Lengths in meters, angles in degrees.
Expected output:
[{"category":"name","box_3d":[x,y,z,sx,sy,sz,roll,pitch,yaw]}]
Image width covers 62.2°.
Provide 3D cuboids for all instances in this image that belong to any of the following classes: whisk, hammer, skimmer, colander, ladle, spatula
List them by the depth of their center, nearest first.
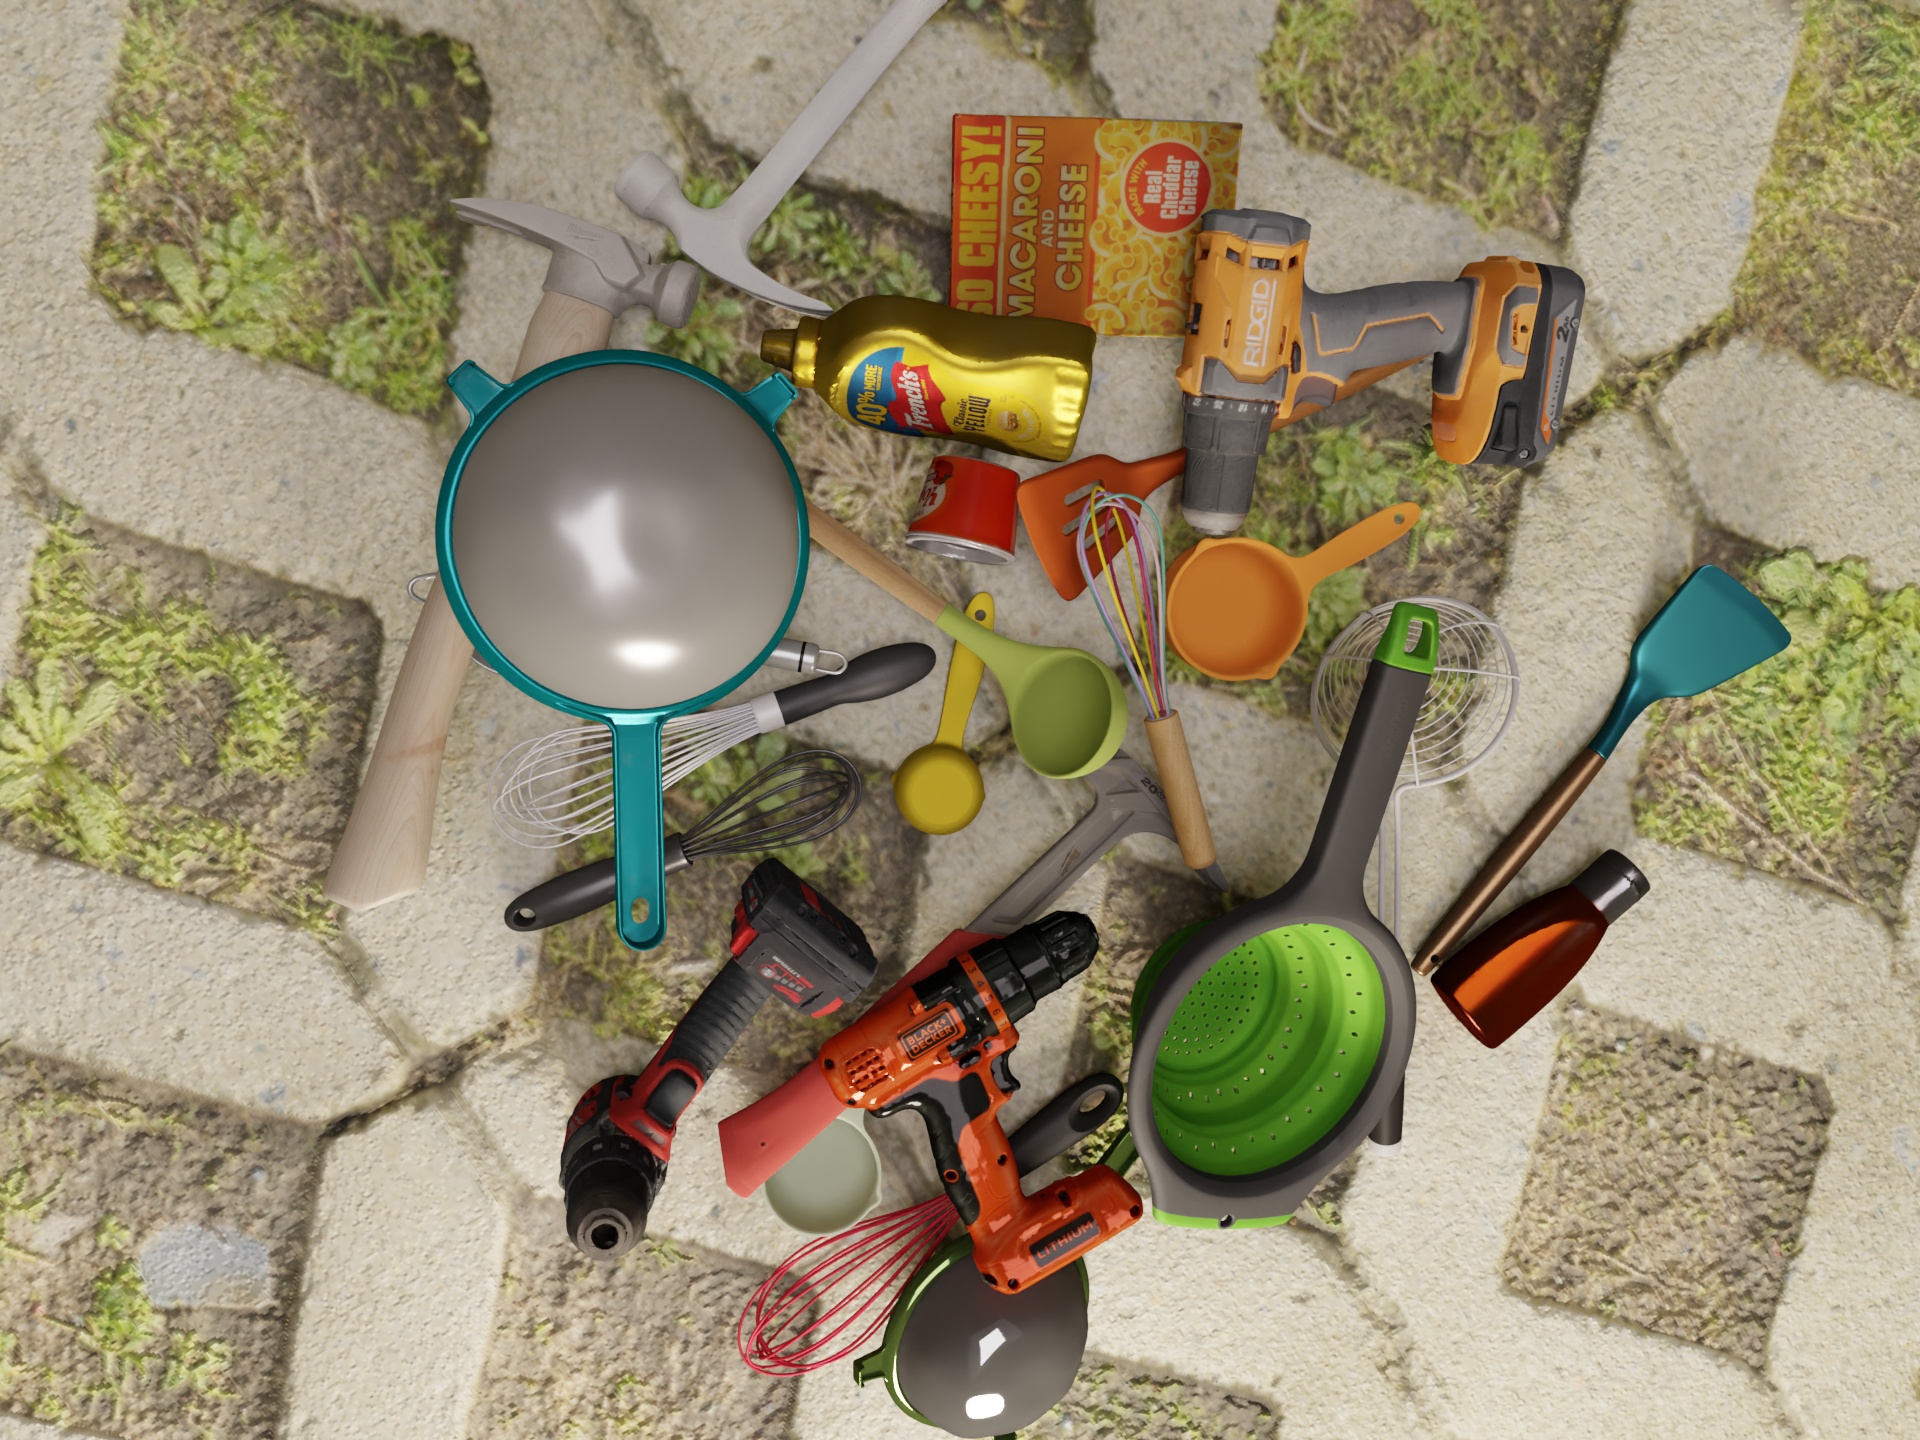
[{"category":"hammer","box_3d":[-0.285,-0.094,0.906,0.146,0.038,0.411,19,85,-4]},{"category":"hammer","box_3d":[-0.020,-0.419,0.935,0.144,0.035,0.405,40,92,-8]},{"category":"ladle","box_3d":[-0.036,-0.077,0.952,0.320,0.062,0.078,36,110,0]},{"category":"whisk","box_3d":[0.117,-0.025,0.962,0.051,0.047,0.245,-18,104,-4]},{"category":"whisk","box_3d":[-0.149,0.005,0.969,0.284,0.070,0.070,-20,99,-8]},{"category":"colander","box_3d":[0.195,0.112,0.971,0.204,0.095,0.397,10,103,-27]},{"category":"whisk","box_3d":[-0.172,0.077,0.979,0.239,0.055,0.055,-23,99,2]},{"category":"spatula","box_3d":[0.185,-0.180,0.982,0.322,0.041,0.081,-26,110,-3]},{"category":"hammer","box_3d":[-0.004,0.166,0.990,0.359,0.037,0.149,-43,99,-7]},{"category":"whisk","box_3d":[-0.016,0.319,1.021,0.296,0.073,0.073,-35,99,-7]},{"category":"skimmer","box_3d":[0.287,0.105,1.024,0.127,0.090,0.363,8,112,31]},{"category":"spatula","box_3d":[0.399,0.043,1.029,0.082,0.044,0.317,37,93,-12]}]

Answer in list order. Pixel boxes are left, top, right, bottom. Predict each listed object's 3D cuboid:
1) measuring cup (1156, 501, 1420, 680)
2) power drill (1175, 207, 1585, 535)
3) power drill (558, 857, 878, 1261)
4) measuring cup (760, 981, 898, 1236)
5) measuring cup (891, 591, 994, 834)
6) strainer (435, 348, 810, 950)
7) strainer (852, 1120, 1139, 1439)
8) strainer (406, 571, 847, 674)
[{"category":"measuring cup","box_3d":[0.202,-0.091,0.991,0.173,0.052,0.095,-29,99,-3]},{"category":"power drill","box_3d":[0.237,-0.196,0.942,0.226,0.084,0.185,3,105,-12]},{"category":"power drill","box_3d":[-0.151,0.200,0.928,0.080,0.188,0.227,41,88,-11]},{"category":"measuring cup","box_3d":[-0.071,0.245,1.018,0.083,0.038,0.167,24,81,-2]},{"category":"measuring cup","box_3d":[-0.002,-0.003,0.991,0.062,0.029,0.156,12,98,-7]},{"category":"strainer","box_3d":[-0.172,-0.036,0.870,0.211,0.095,0.340,-2,94,-21]},{"category":"strainer","box_3d":[0.063,0.355,1.001,0.151,0.069,0.256,39,88,-33]},{"category":"strainer","box_3d":[-0.195,-0.056,0.952,0.258,0.050,0.087,11,100,-3]}]
